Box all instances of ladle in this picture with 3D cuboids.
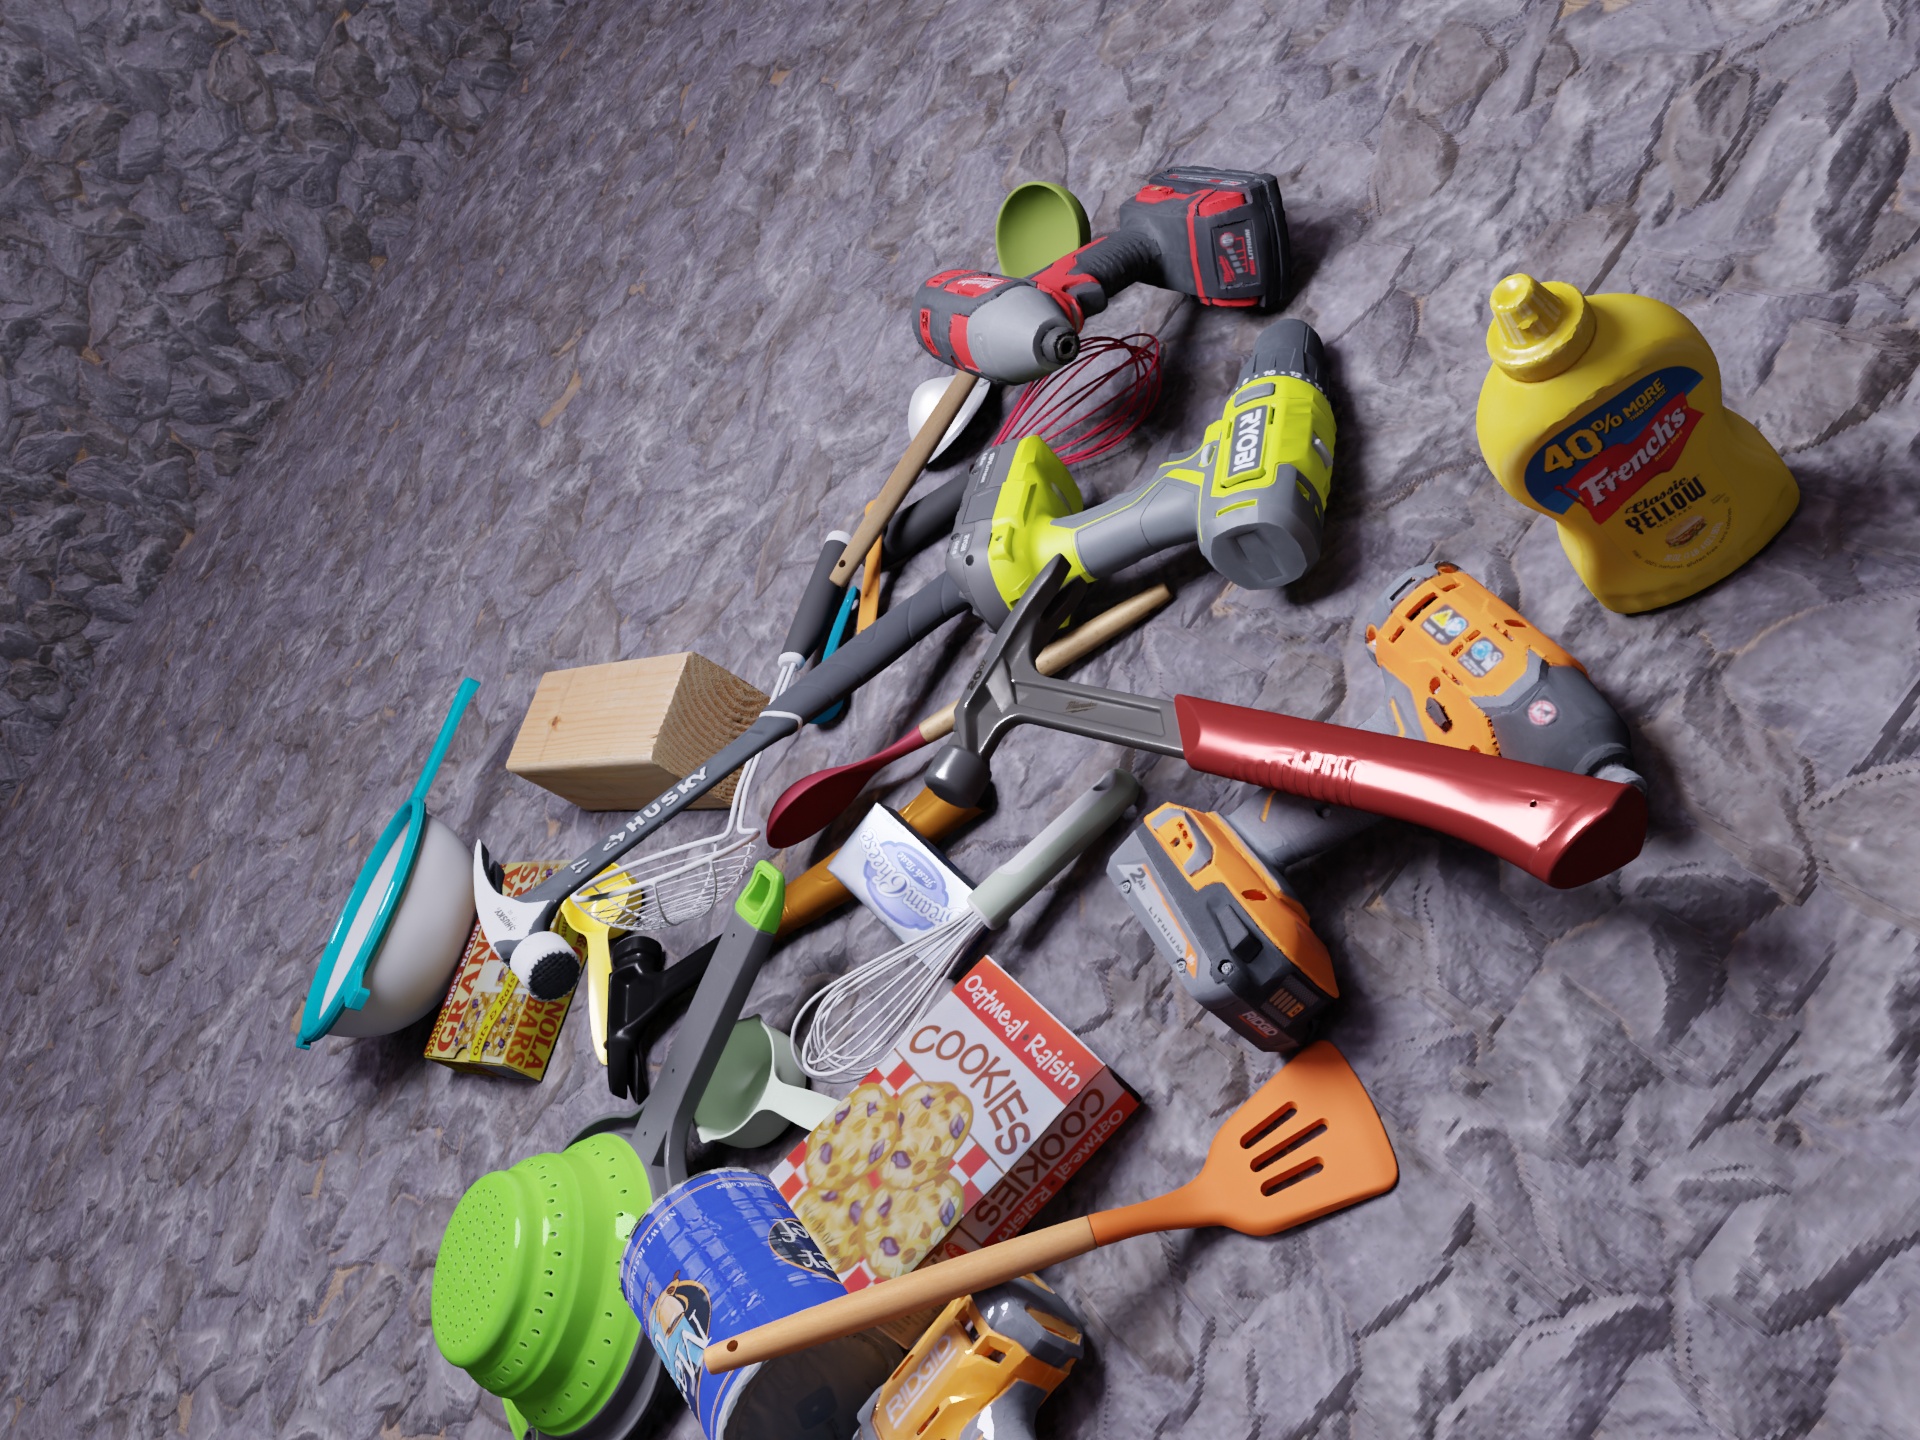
[{"bbox_3d":[-0.002,-0.003,1.007,0.315,0.069,0.031,-31,72,21],"label":"ladle"},{"bbox_3d":[-0.008,-0.236,1.125,0.078,0.062,0.320,32,88,33],"label":"ladle"}]

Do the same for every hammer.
[{"bbox_3d":[-0.133,0.012,1.019,0.409,0.036,0.149,-38,38,-17],"label":"hammer"},{"bbox_3d":[-0.112,0.129,1.037,0.337,0.034,0.127,-35,41,25],"label":"hammer"},{"bbox_3d":[0.137,0.004,0.730,0.359,0.036,0.149,13,66,47],"label":"hammer"}]

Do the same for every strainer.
[{"bbox_3d":[0.036,-0.273,1.174,0.258,0.050,0.087,-40,25,15],"label":"strainer"},{"bbox_3d":[-0.440,0.123,1.343,0.211,0.095,0.341,-32,37,51],"label":"strainer"}]

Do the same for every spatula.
[{"bbox_3d":[0.035,0.235,0.723,0.322,0.041,0.081,-19,43,-1],"label":"spatula"}]

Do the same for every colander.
[{"bbox_3d":[-0.220,0.259,0.954,0.205,0.094,0.397,27,94,55],"label":"colander"}]

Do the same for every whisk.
[{"bbox_3d":[0.005,0.112,0.885,0.246,0.059,0.058,-42,20,-4],"label":"whisk"},{"bbox_3d":[0.027,-0.177,1.099,0.296,0.073,0.073,-30,43,39],"label":"whisk"}]

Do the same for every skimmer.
[{"bbox_3d":[-0.157,-0.009,1.111,0.127,0.090,0.364,-14,46,41],"label":"skimmer"}]

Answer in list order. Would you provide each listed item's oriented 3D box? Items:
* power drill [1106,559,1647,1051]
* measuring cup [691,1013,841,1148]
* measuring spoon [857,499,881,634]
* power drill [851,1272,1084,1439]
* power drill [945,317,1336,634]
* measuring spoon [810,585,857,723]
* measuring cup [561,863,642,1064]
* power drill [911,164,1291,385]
[{"bbox_3d":[0.192,0.045,0.734,0.226,0.084,0.164,-44,38,8],"label":"power drill"},{"bbox_3d":[-0.098,0.228,0.946,0.168,0.038,0.083,6,68,47],"label":"measuring cup"},{"bbox_3d":[-0.068,-0.104,1.153,0.021,0.011,0.117,-5,77,53],"label":"measuring spoon"},{"bbox_3d":[0.012,0.373,0.686,0.185,0.084,0.226,-52,33,5],"label":"power drill"},{"bbox_3d":[0.115,-0.144,0.951,0.228,0.080,0.191,-14,44,33],"label":"power drill"},{"bbox_3d":[-0.086,-0.047,1.159,0.042,0.021,0.129,-41,27,47],"label":"measuring spoon"},{"bbox_3d":[-0.258,0.179,1.169,0.062,0.029,0.157,-19,61,16],"label":"measuring cup"},{"bbox_3d":[0.092,-0.271,0.989,0.219,0.078,0.143,-27,32,-20],"label":"power drill"}]
